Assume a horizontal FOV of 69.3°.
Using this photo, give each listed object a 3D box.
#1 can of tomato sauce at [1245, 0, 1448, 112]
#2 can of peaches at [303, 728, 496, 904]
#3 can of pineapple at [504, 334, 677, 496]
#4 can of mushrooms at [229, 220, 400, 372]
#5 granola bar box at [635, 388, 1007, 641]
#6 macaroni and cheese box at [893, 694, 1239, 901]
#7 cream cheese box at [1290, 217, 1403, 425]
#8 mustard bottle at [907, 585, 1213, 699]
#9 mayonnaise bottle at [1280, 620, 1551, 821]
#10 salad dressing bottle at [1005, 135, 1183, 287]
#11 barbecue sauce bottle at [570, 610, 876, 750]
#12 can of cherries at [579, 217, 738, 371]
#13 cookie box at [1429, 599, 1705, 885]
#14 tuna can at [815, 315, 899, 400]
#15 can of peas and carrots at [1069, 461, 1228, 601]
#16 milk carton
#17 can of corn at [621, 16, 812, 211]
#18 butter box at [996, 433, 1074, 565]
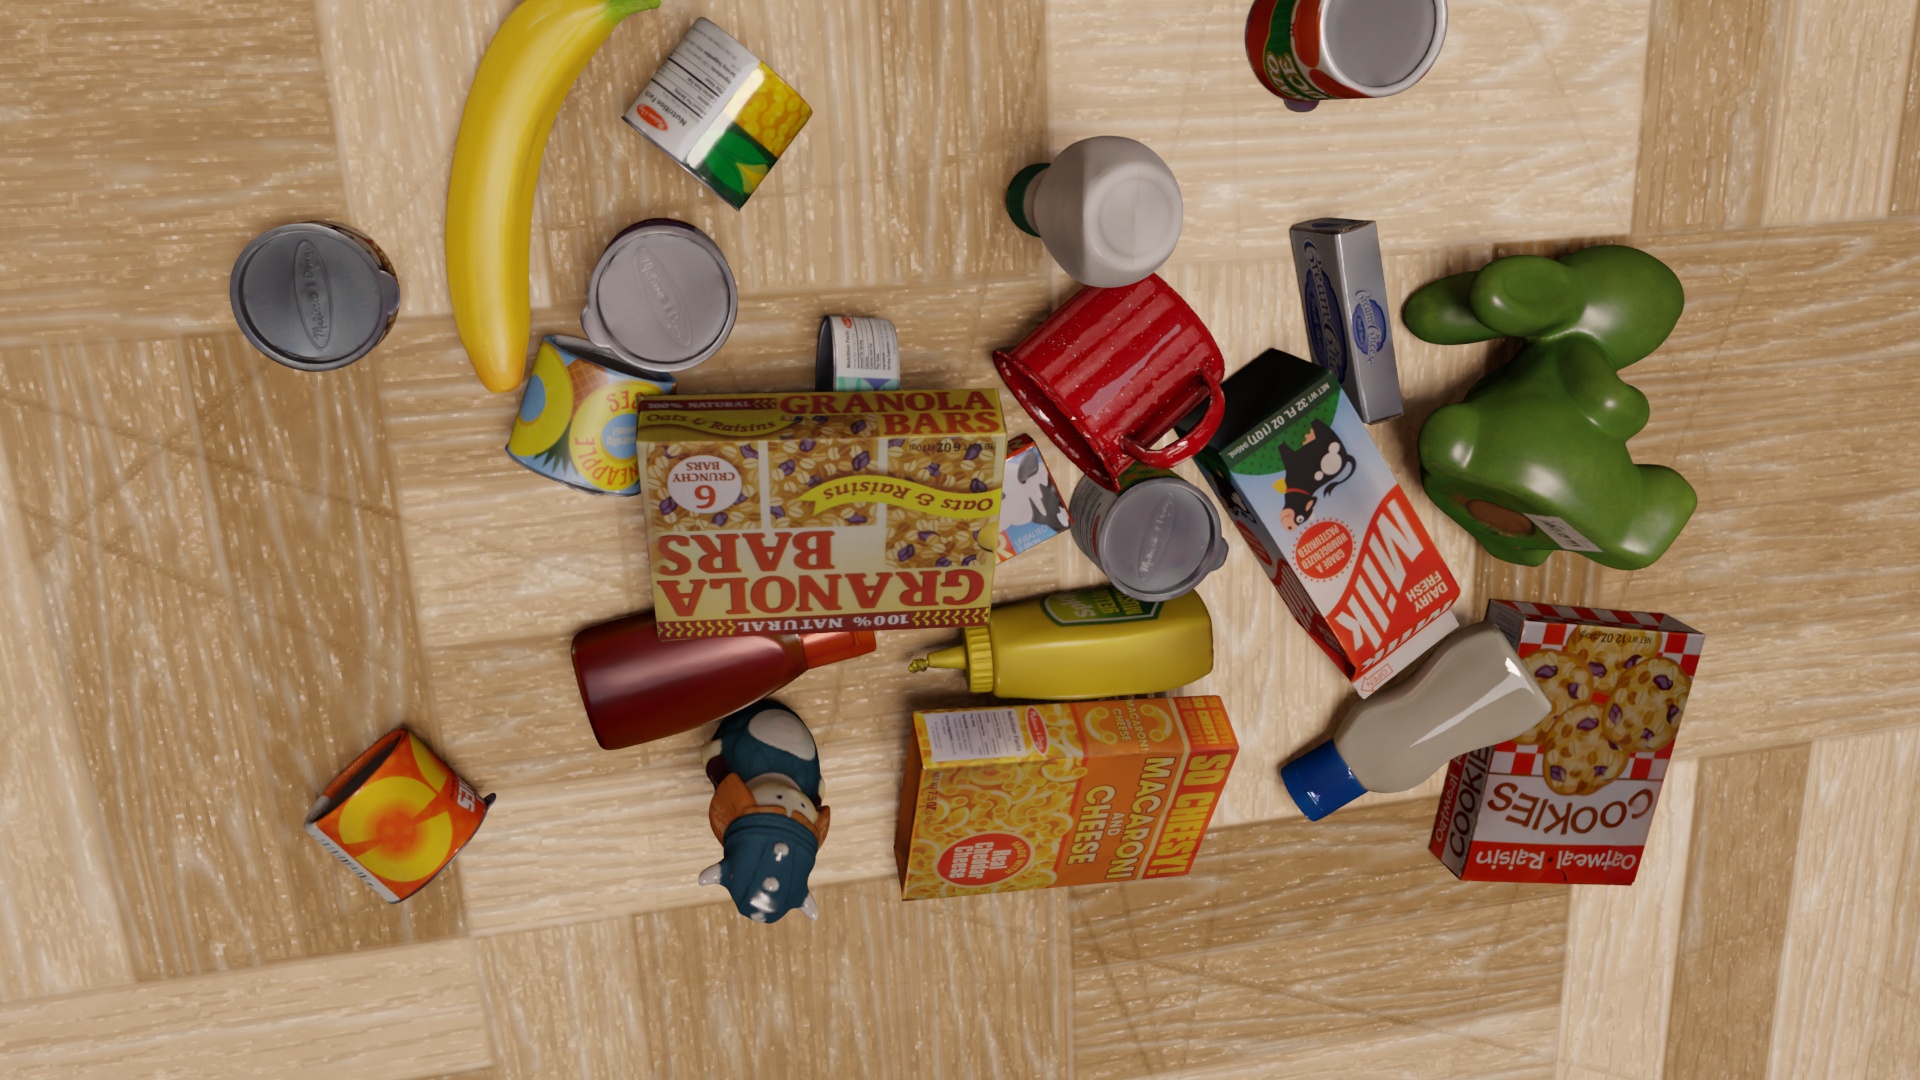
[{"bbox_3d":[0.184,-0.244,0.670,0.071,0.083,0.071,-3,106,-11],"label":"can of tomato sauce"},{"bbox_3d":[-0.278,0.134,0.691,0.071,0.071,0.058,-40,109,2],"label":"can of peaches"},{"bbox_3d":[-0.173,-0.059,0.655,0.071,0.071,0.057,18,102,-16],"label":"can of pineapple"},{"bbox_3d":[-0.290,-0.112,0.634,0.071,0.033,0.070,-3,106,-11],"label":"can of mushrooms"},{"bbox_3d":[-0.065,-0.010,0.659,0.166,0.039,0.123,-2,131,-7],"label":"granola bar box"},{"bbox_3d":[0.053,0.139,0.750,0.167,0.040,0.123,-2,134,-12],"label":"macaroni and cheese box"},{"bbox_3d":[0.202,-0.116,0.726,0.024,0.053,0.103,-17,109,-8],"label":"cream cheese box"},{"bbox_3d":[0.052,0.056,0.740,0.160,0.065,0.048,-7,111,-6],"label":"mustard bottle"},{"bbox_3d":[0.254,0.108,0.791,0.148,0.041,0.065,-35,91,17],"label":"mayonnaise bottle"},{"bbox_3d":[0.055,-0.152,0.635,0.044,0.148,0.064,-4,107,-12],"label":"salad dressing bottle"},{"bbox_3d":[-0.119,0.059,0.714,0.149,0.044,0.064,-15,109,-8],"label":"barbecue sauce bottle"},{"bbox_3d":[-0.142,-0.116,0.651,0.071,0.058,0.071,-4,108,-11],"label":"can of cherries"},{"bbox_3d":[0.364,0.125,0.837,0.123,0.040,0.167,5,105,-13],"label":"cookie box"},{"bbox_3d":[-0.051,-0.074,0.679,0.033,0.071,0.071,1,106,-13],"label":"tuna can"},{"bbox_3d":[0.098,-0.008,0.733,0.071,0.059,0.070,-4,107,-11],"label":"can of peas and carrots"},{"bbox_3d":[0.200,-0.003,0.748,0.072,0.073,0.190,-37,110,0],"label":"milk carton"},{"bbox_3d":[-0.109,-0.193,0.634,0.071,0.071,0.058,37,95,-19],"label":"can of corn"},{"bbox_3d":[0.003,-0.009,0.730,0.103,0.024,0.053,-27,110,-3],"label":"butter box"}]
